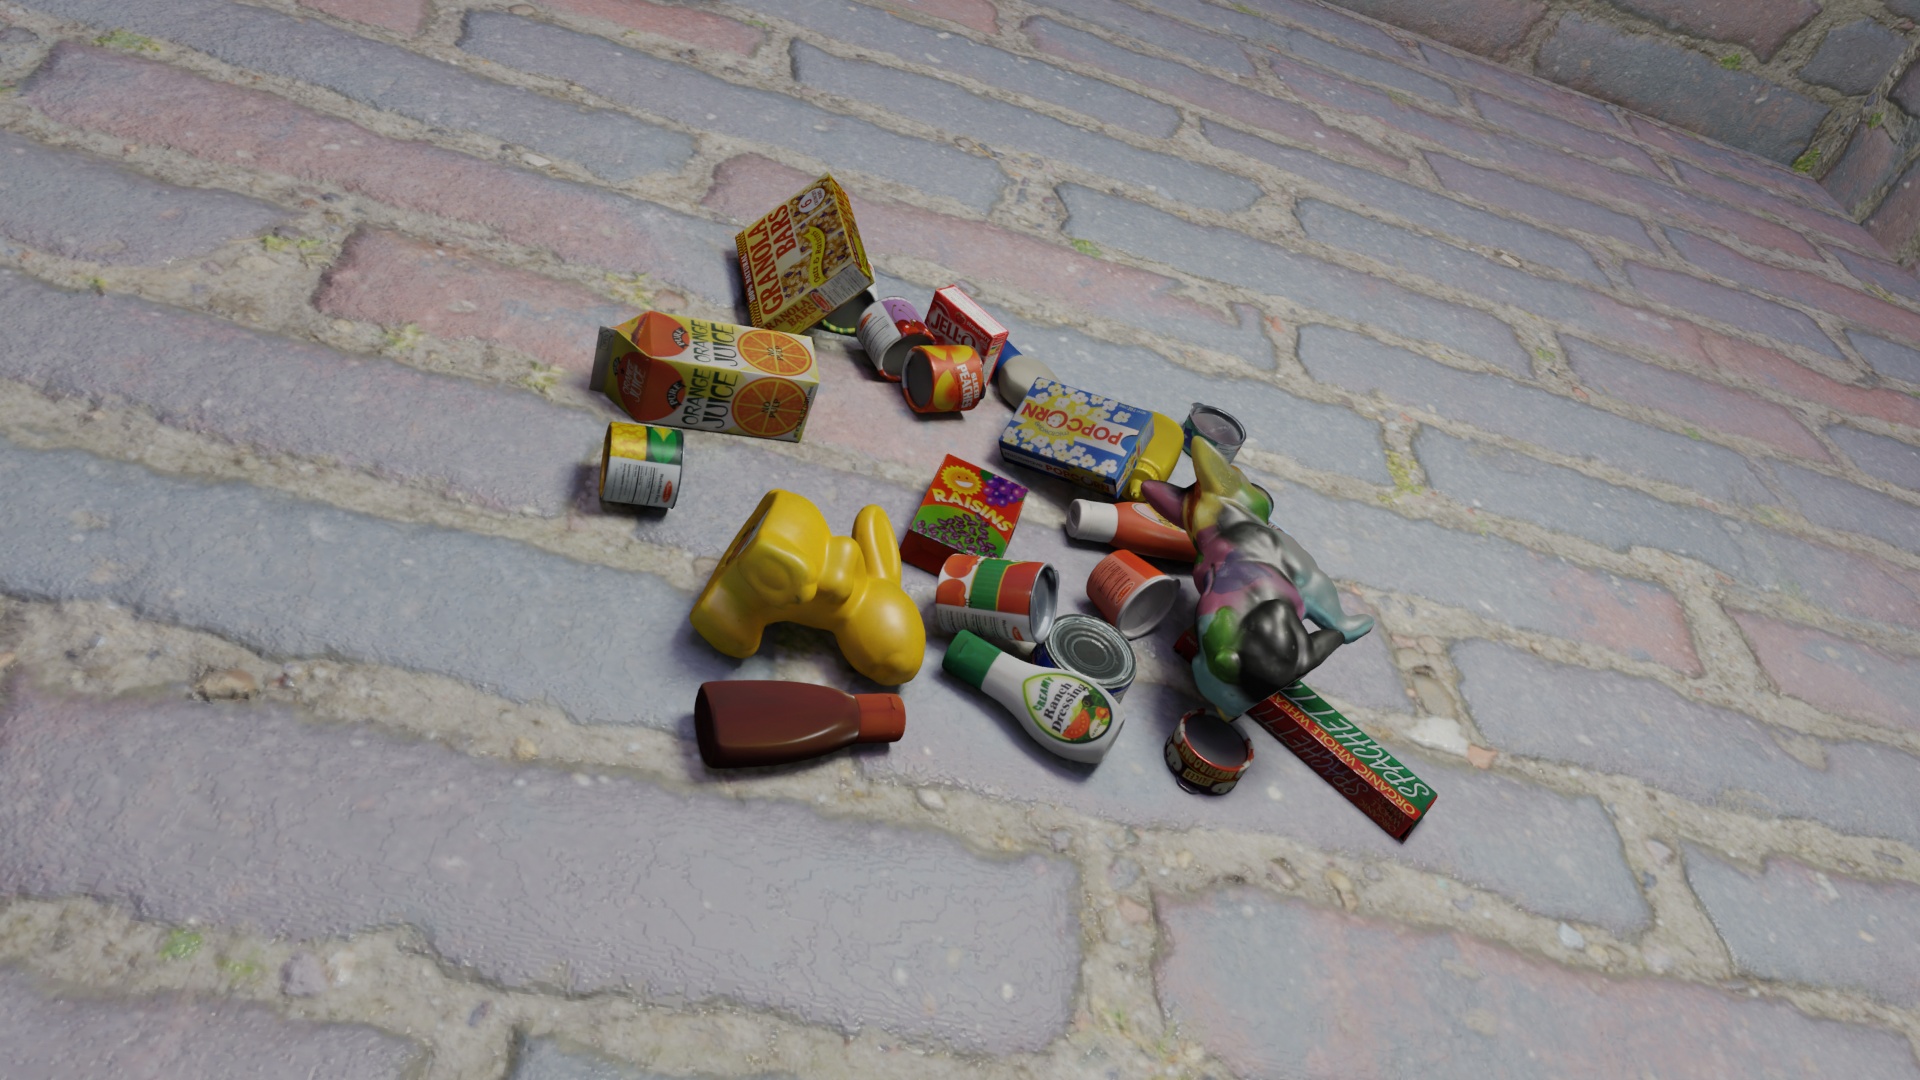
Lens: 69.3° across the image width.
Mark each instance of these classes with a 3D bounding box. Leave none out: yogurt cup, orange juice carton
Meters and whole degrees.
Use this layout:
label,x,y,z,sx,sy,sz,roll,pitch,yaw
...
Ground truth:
label,x,y,z,sx,sy,sz,roll,pitch,yaw
yogurt cup,0.147,0.045,1.220,0.072,0.072,0.054,-13,43,-37
orange juice carton,-0.230,-0.148,1.242,0.193,0.071,0.073,6,41,-21

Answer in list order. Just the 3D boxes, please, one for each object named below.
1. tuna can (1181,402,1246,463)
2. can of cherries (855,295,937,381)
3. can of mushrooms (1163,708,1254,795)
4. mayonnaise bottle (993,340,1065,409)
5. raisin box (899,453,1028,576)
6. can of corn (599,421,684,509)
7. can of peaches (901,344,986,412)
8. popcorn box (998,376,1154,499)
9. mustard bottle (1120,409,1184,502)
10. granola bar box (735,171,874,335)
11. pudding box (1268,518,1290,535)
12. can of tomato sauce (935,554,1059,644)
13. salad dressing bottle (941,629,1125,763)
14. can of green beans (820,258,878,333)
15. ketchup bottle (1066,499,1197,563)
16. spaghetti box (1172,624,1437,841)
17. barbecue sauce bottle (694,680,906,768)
label,x,y,z,sx,sy,sz,roll,pitch,yaw
tuna can,0.267,-0.113,1.484,0.071,0.032,0.071,14,40,-12
can of cherries,-0.062,-0.201,1.392,0.072,0.071,0.058,-6,48,-32
can of mushrooms,0.201,0.172,1.124,0.071,0.033,0.071,15,40,-12
mayonnaise bottle,0.075,-0.154,1.428,0.065,0.041,0.148,-21,55,-33
raisin box,0.004,-0.015,1.235,0.086,0.039,0.124,23,40,1
can of corn,-0.261,-0.063,1.133,0.058,0.070,0.071,7,42,-20
can of peaches,-0.017,-0.158,1.364,0.058,0.070,0.071,-5,47,-31
popcorn box,0.111,-0.100,1.333,0.127,0.038,0.085,21,63,24
mustard bottle,0.181,-0.077,1.377,0.065,0.048,0.161,23,33,4
granola bar box,-0.159,-0.282,1.395,0.039,0.124,0.166,45,20,-43
pudding box,0.279,-0.012,1.377,0.084,0.030,0.050,41,41,20
can of tomato sauce,0.031,0.045,1.132,0.083,0.070,0.071,6,33,22
salad dressing bottle,0.056,0.121,1.096,0.148,0.043,0.064,28,70,14
can of green beans,-0.118,-0.254,1.424,0.071,0.071,0.058,9,42,-18
ketchup bottle,0.174,-0.010,1.310,0.149,0.043,0.065,8,29,-19
spaghetti box,0.295,0.155,1.194,0.250,0.028,0.050,41,43,21
barbecue sauce bottle,-0.114,0.130,1.004,0.149,0.043,0.065,1,44,-26
